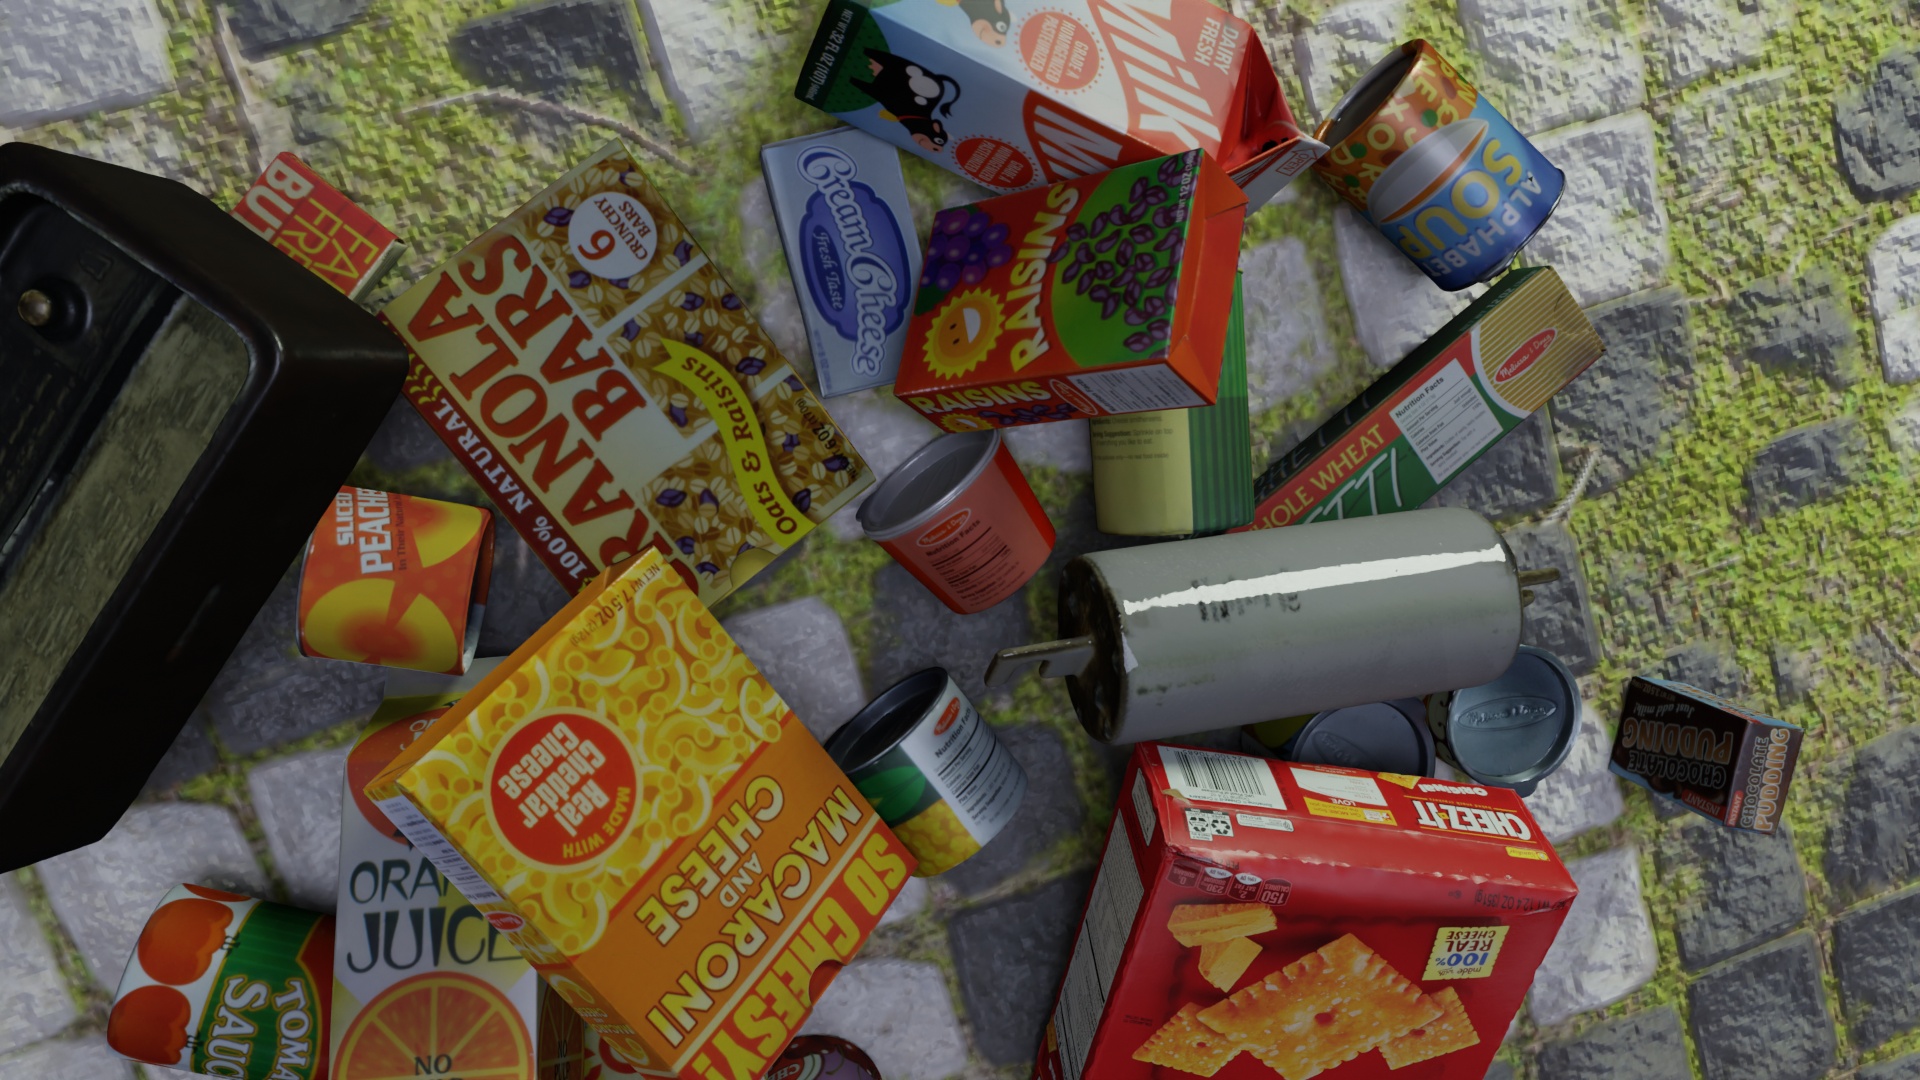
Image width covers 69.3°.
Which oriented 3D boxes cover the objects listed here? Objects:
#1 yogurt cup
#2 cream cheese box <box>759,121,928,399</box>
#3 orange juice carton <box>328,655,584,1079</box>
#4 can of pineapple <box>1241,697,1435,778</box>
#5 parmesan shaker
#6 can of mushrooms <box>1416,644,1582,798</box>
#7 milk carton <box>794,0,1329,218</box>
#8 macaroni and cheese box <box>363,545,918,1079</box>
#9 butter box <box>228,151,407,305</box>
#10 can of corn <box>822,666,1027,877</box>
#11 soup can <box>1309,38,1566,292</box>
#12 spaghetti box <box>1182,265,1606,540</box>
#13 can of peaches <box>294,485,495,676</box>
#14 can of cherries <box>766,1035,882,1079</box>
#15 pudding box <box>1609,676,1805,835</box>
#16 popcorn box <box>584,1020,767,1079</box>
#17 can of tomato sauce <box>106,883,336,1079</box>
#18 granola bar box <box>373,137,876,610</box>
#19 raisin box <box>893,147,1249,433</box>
[{"bbox_3d":[0.002,-0.007,0.564,0.072,0.072,0.054,-40,111,-3],"label":"yogurt cup"},{"bbox_3d":[-0.043,-0.113,0.561,0.053,0.024,0.103,-15,100,-10],"label":"cream cheese box"},{"bbox_3d":[-0.185,0.138,0.522,0.072,0.073,0.193,-4,73,-3],"label":"orange juice carton"},{"bbox_3d":[0.165,0.091,0.609,0.071,0.058,0.071,-2,98,-10],"label":"can of pineapple"},{"bbox_3d":[0.083,-0.056,0.569,0.071,0.071,0.103,-5,95,-9],"label":"parmesan shaker"},{"bbox_3d":[0.244,0.080,0.634,0.071,0.033,0.071,-1,98,-11],"label":"can of mushrooms"},{"bbox_3d":[0.042,-0.175,0.533,0.190,0.072,0.073,22,71,-14],"label":"milk carton"},{"bbox_3d":[-0.106,0.105,0.502,0.166,0.040,0.124,52,52,-15],"label":"macaroni and cheese box"},{"bbox_3d":[-0.263,-0.090,0.525,0.053,0.024,0.103,38,90,-13],"label":"butter box"},{"bbox_3d":[-0.016,0.096,0.574,0.071,0.071,0.058,-38,103,-3],"label":"can of corn"},{"bbox_3d":[0.195,-0.154,0.575,0.083,0.071,0.071,38,90,-12],"label":"soup can"},{"bbox_3d":[0.170,-0.025,0.609,0.250,0.029,0.050,-39,103,-3],"label":"spaghetti box"},{"bbox_3d":[-0.211,0.014,0.525,0.058,0.071,0.071,10,96,-12],"label":"can of peaches"},{"bbox_3d":[-0.063,0.252,0.589,0.071,0.058,0.071,-1,99,-9],"label":"can of cherries"},{"bbox_3d":[0.334,0.095,0.627,0.030,0.084,0.049,10,97,-9],"label":"pudding box"},{"bbox_3d":[-0.154,0.208,0.576,0.127,0.038,0.085,-22,99,-7],"label":"popcorn box"},{"bbox_3d":[-0.271,0.174,0.535,0.083,0.071,0.071,17,95,-12],"label":"can of tomato sauce"},{"bbox_3d":[-0.131,-0.052,0.546,0.124,0.039,0.165,-38,102,-3],"label":"granola bar box"},{"bbox_3d":[0.040,-0.090,0.519,0.040,0.123,0.086,30,65,-46],"label":"raisin box"}]
